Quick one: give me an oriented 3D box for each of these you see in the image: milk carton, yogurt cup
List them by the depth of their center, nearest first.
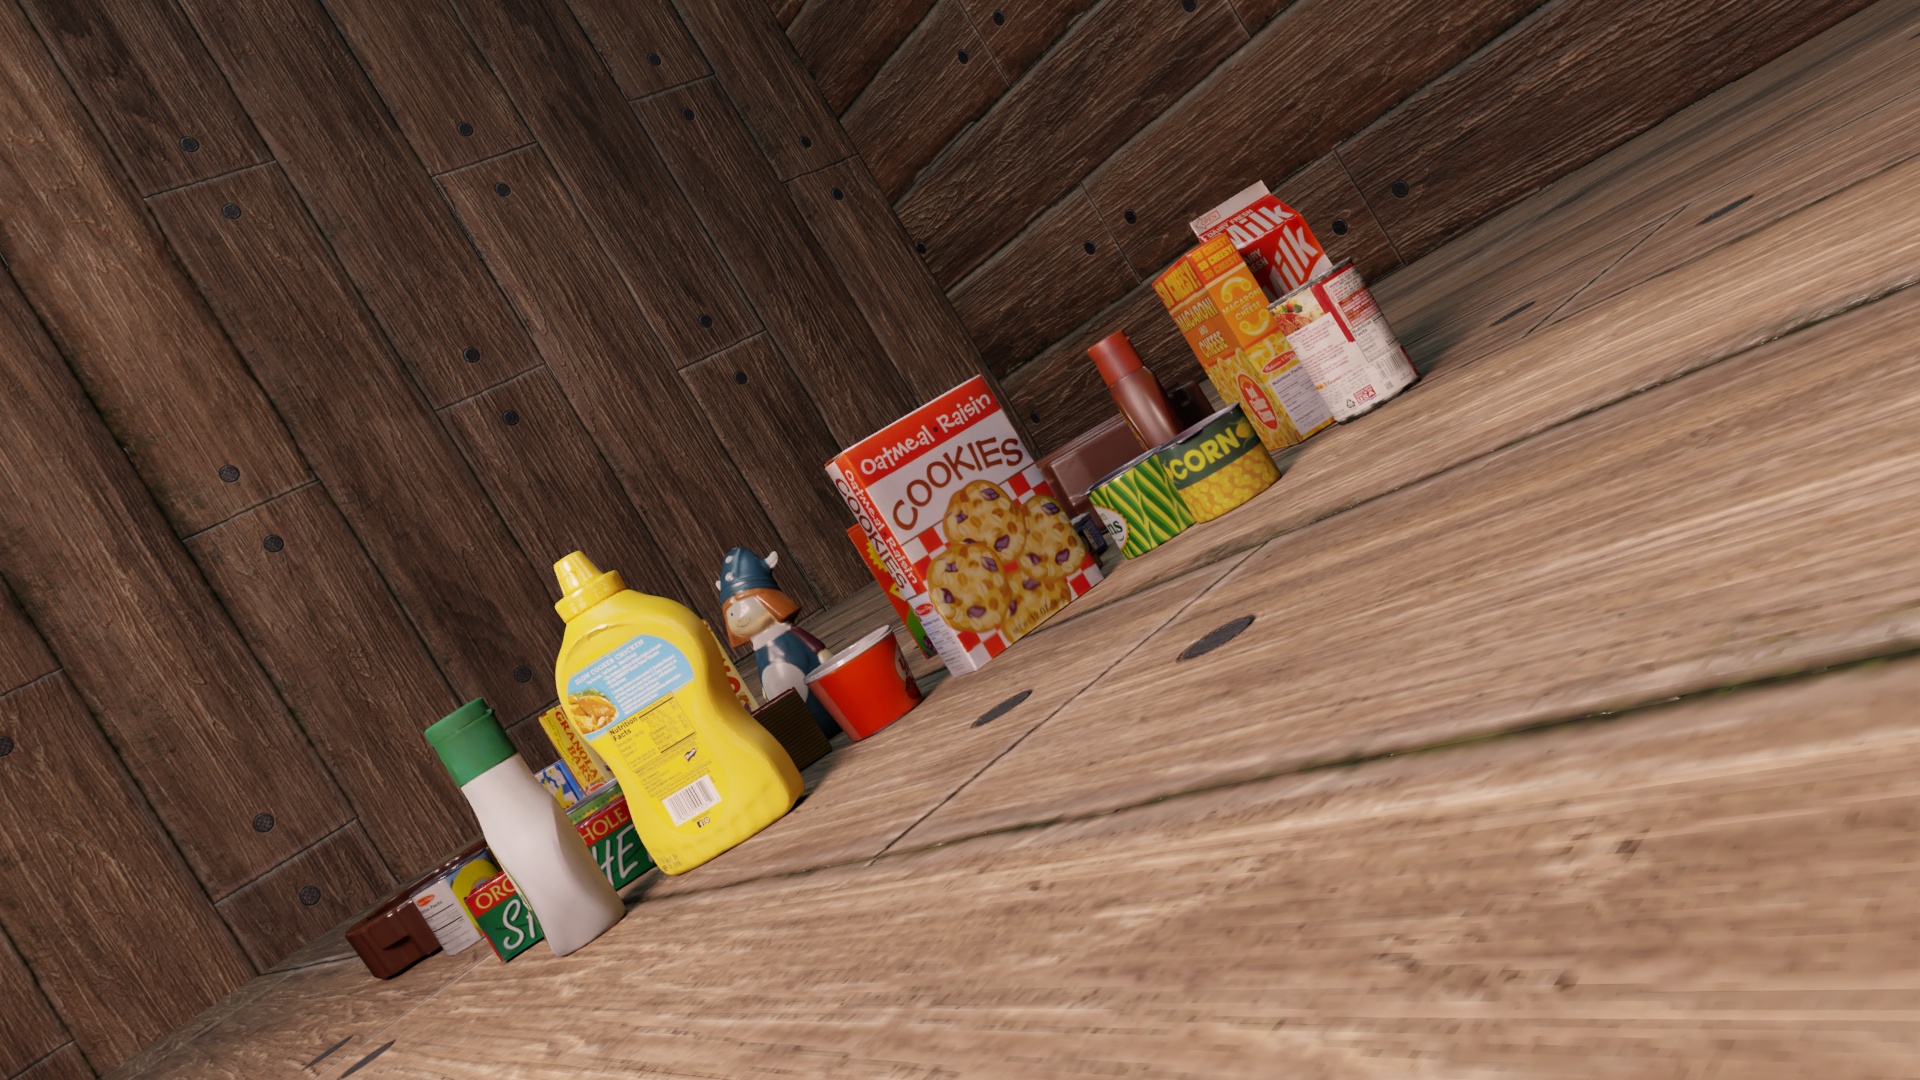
[{"bbox_3d":[-0.061,0.096,0.911,0.072,0.054,0.072,-31,2,1],"label":"yogurt cup"},{"bbox_3d":[0.265,-0.194,1.128,0.072,0.190,0.073,-32,2,-2],"label":"milk carton"}]

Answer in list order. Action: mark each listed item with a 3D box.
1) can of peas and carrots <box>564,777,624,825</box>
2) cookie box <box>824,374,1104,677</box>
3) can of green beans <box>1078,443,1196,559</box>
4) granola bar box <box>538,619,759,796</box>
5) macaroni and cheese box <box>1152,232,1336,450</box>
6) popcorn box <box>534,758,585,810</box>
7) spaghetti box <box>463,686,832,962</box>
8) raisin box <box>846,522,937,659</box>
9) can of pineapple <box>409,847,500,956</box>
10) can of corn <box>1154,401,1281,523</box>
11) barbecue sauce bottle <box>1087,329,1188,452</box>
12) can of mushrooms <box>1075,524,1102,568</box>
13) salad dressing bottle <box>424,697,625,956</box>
[{"bbox_3d":[-0.235,0.197,0.955,0.071,0.058,0.071,-31,2,1],"label":"can of peas and carrots"},{"bbox_3d":[0.003,-0.012,0.938,0.123,0.167,0.040,-33,2,-29],"label":"cookie box"},{"bbox_3d":[0.130,-0.027,0.982,0.071,0.058,0.071,-31,2,1],"label":"can of green beans"},{"bbox_3d":[-0.240,0.154,1.124,0.039,0.124,0.166,-30,3,39],"label":"granola bar box"},{"bbox_3d":[0.222,-0.153,1.097,0.040,0.166,0.123,-32,2,-4],"label":"macaroni and cheese box"},{"bbox_3d":[-0.341,0.235,1.187,0.126,0.085,0.038,-30,3,38],"label":"popcorn box"},{"bbox_3d":[-0.202,0.184,0.912,0.251,0.050,0.028,-32,2,-15],"label":"spaghetti box"},{"bbox_3d":[-0.022,0.021,1.115,0.086,0.123,0.040,-31,2,26],"label":"raisin box"},{"bbox_3d":[-0.390,0.286,1.102,0.071,0.058,0.071,-31,2,1],"label":"can of pineapple"},{"bbox_3d":[0.173,-0.052,0.936,0.071,0.058,0.071,-31,2,1],"label":"can of corn"},{"bbox_3d":[0.163,-0.111,1.199,0.043,0.148,0.065,-31,2,13],"label":"barbecue sauce bottle"},{"bbox_3d":[0.073,0.019,1.041,0.071,0.033,0.071,-31,2,1],"label":"can of mushrooms"},{"bbox_3d":[-0.245,0.159,0.778,0.044,0.147,0.064,-32,2,-9],"label":"salad dressing bottle"}]
